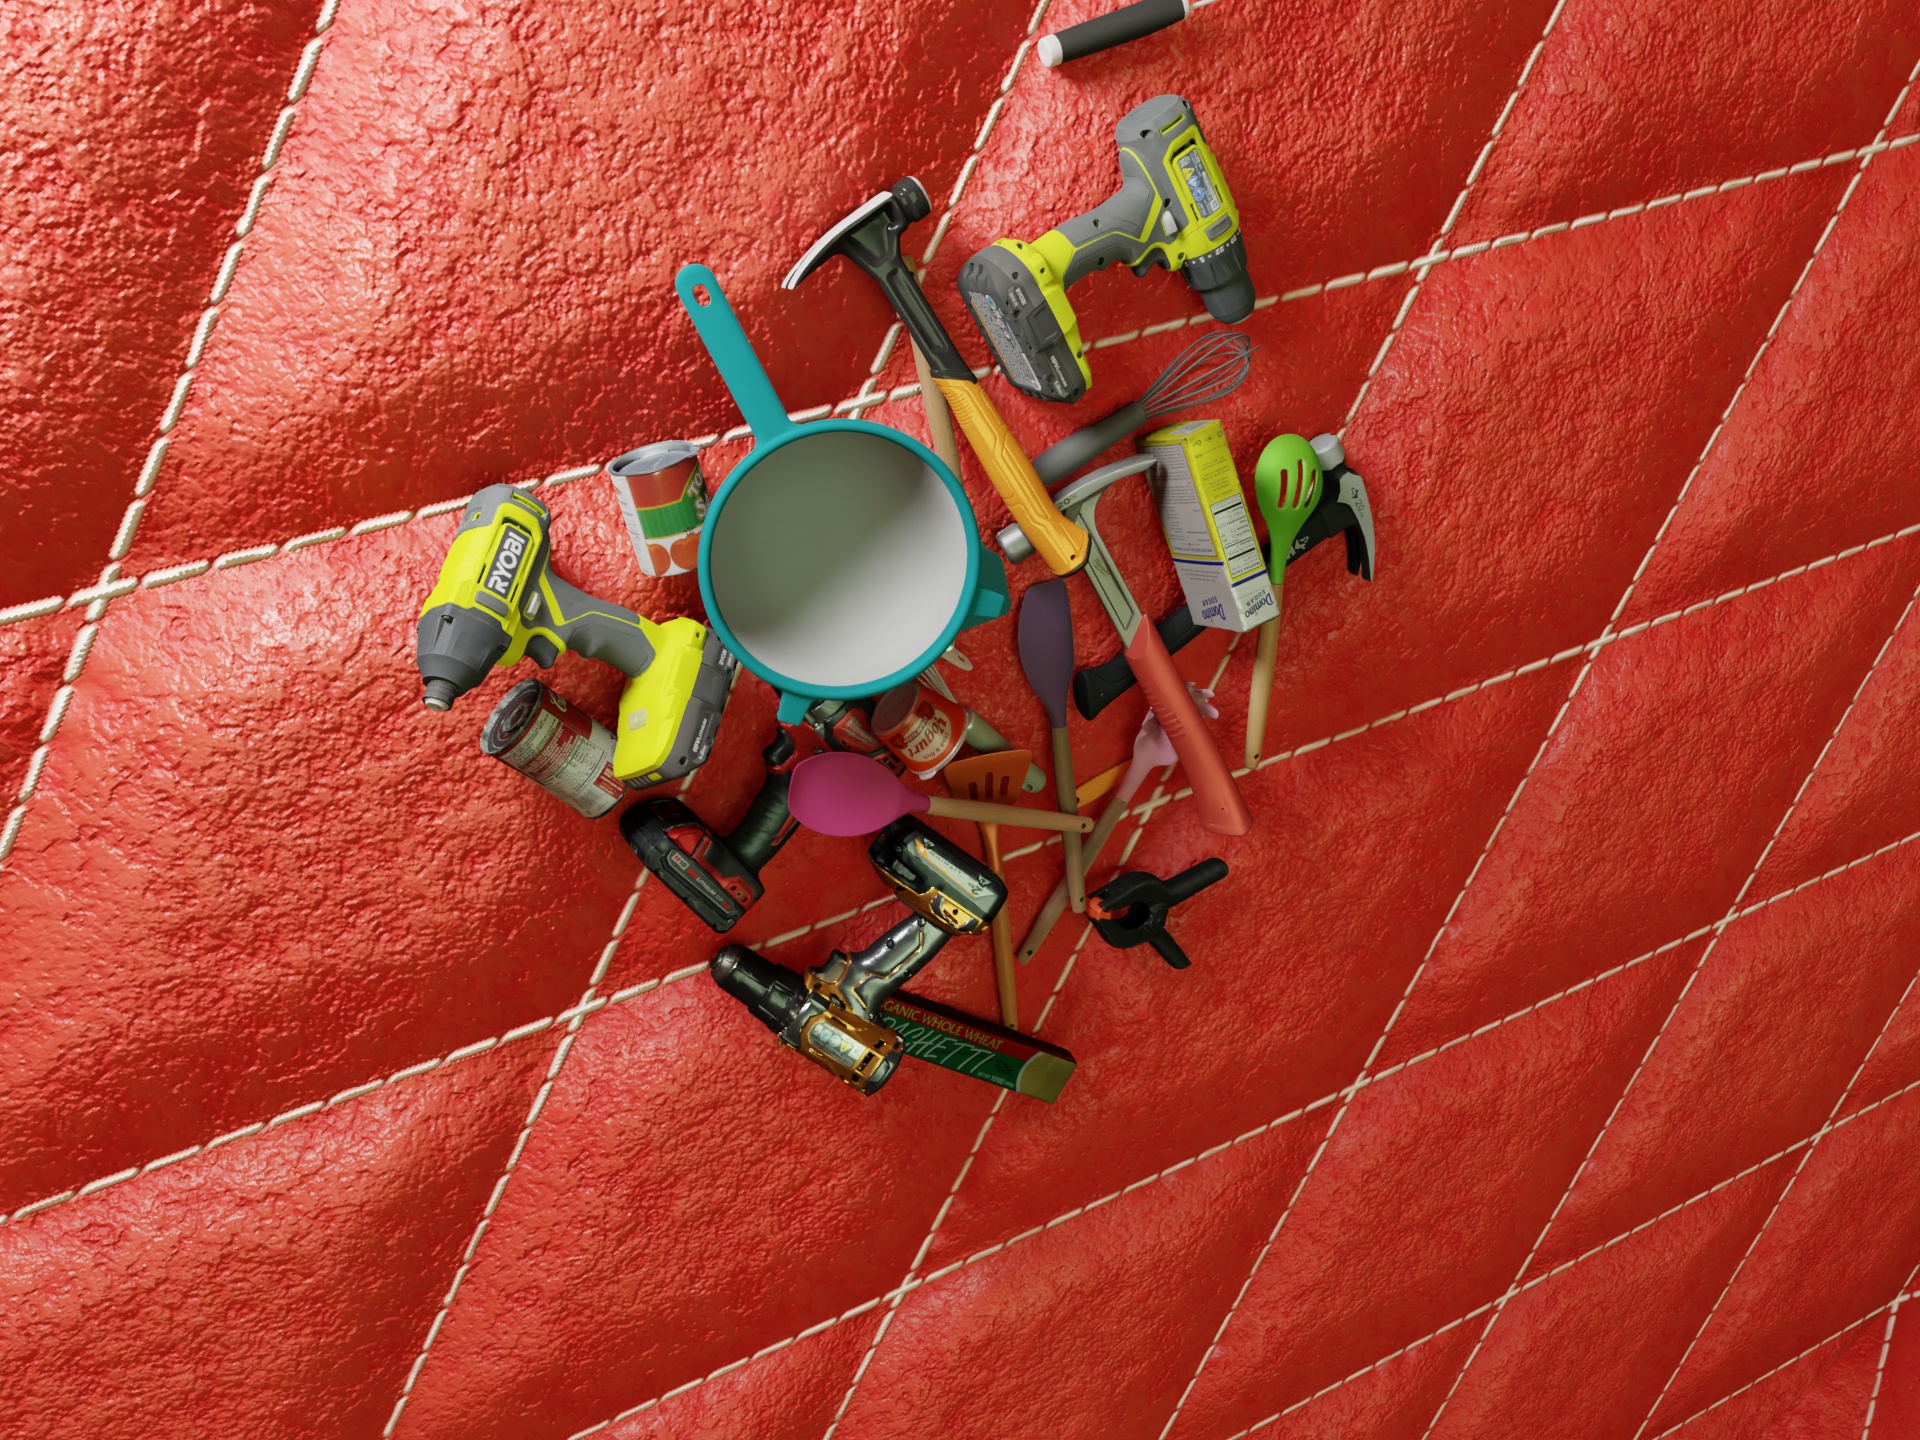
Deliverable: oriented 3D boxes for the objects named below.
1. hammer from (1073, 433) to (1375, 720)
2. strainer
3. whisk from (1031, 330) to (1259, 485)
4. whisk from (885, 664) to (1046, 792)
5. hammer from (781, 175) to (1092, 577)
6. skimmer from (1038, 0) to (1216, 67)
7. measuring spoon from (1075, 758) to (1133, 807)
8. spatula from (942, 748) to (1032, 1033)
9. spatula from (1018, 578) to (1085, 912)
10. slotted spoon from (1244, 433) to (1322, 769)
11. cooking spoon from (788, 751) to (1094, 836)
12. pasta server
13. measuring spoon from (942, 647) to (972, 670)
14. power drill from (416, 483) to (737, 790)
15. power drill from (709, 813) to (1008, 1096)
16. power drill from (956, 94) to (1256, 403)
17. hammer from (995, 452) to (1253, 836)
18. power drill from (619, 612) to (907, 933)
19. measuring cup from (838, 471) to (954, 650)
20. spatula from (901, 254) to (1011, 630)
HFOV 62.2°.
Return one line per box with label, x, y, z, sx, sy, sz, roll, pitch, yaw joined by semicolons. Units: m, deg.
hammer;0.240;-0.109;1.453;0.335;0.035;0.146;-37;121;-8
strainer;-0.123;-0.180;1.185;0.211;0.095;0.340;-29;111;-3
whisk;0.151;-0.259;1.341;0.239;0.055;0.055;-32;121;-7
whisk;-0.002;-0.004;1.373;0.246;0.058;0.059;40;57;-37
hammer;0.001;-0.245;1.246;0.127;0.034;0.336;-39;115;-7
skimmer;0.229;-0.585;1.218;0.363;0.090;0.127;-25;87;-13
measuring spoon;0.145;0.055;1.487;0.117;0.011;0.021;-29;120;-13
spatula;0.035;0.164;1.461;0.081;0.041;0.322;-10;117;-8
spatula;0.089;0.029;1.430;0.059;0.018;0.315;-19;112;-30
slotted spoon;0.284;-0.101;1.442;0.070;0.031;0.313;-5;113;-21
cooking spoon;-0.009;0.074;1.350;0.318;0.017;0.069;10;91;-36
pasta server;0.137;0.098;1.477;0.060;0.040;0.316;27;102;-16
measuring spoon;-0.032;-0.080;1.324;0.124;0.034;0.018;35;124;-27
power drill;-0.282;-0.045;1.161;0.223;0.080;0.171;33;56;-34
power drill;-0.089;0.190;1.379;0.185;0.084;0.226;35;93;-12
power drill;0.129;-0.357;1.273;0.228;0.080;0.190;-39;122;-10
hammer;0.178;-0.051;1.393;0.149;0.037;0.358;-29;111;4
power drill;-0.169;0.039;1.290;0.227;0.080;0.187;-44;123;-7
measuring cup;-0.044;-0.131;1.292;0.083;0.038;0.167;-27;116;-3
spatula;-0.016;-0.216;1.291;0.082;0.044;0.317;-19;113;-16
